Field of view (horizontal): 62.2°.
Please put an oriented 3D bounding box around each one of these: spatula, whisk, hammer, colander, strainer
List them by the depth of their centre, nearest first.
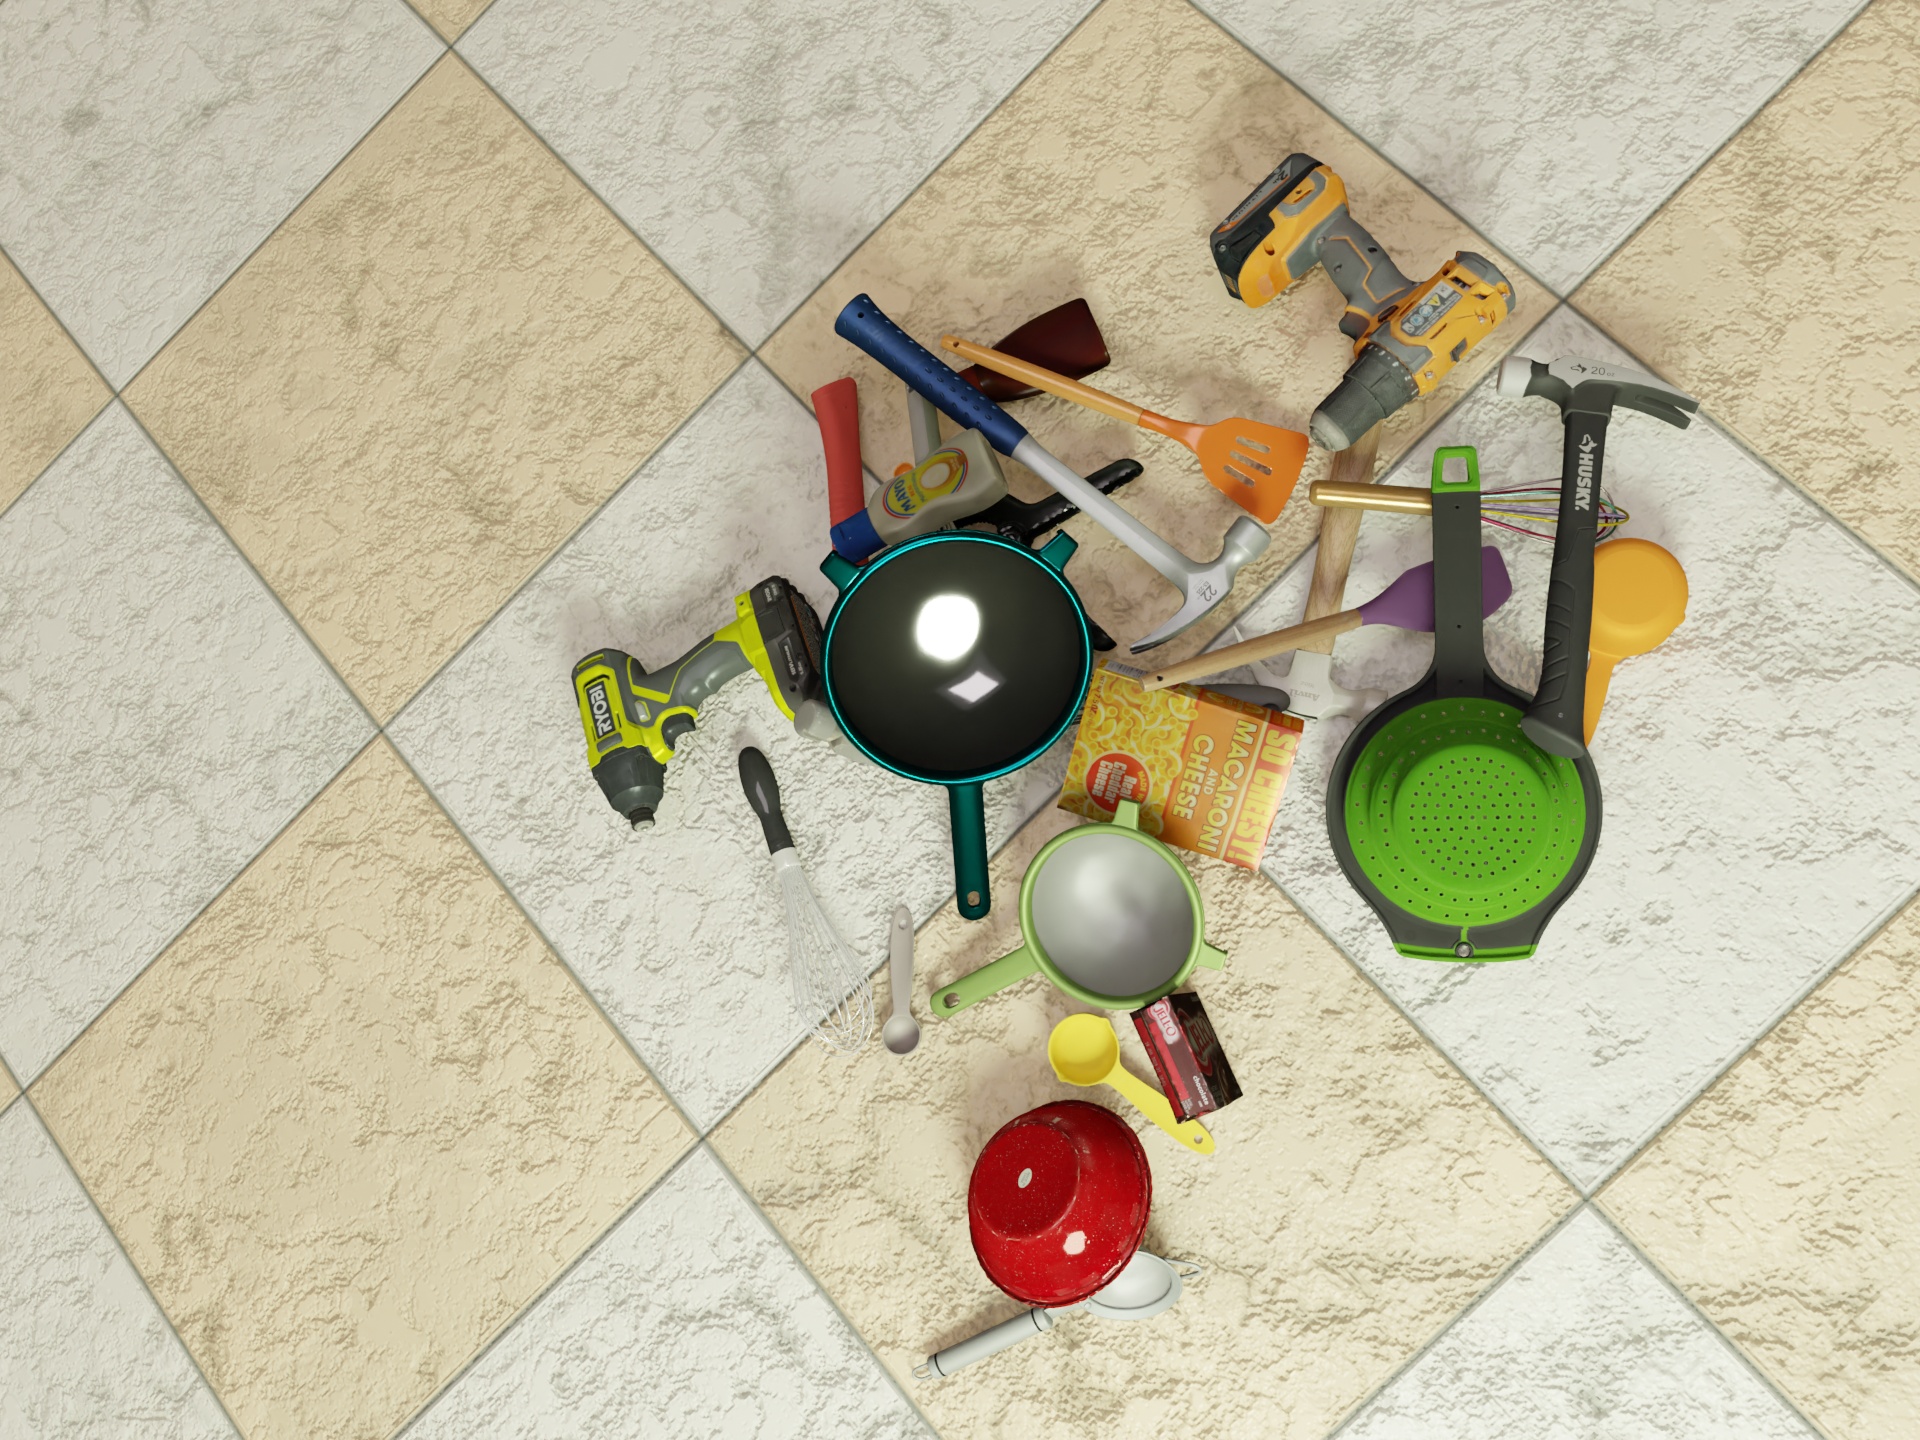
[{"bbox_3d":[0.461,-0.126,1.180,0.146,0.035,0.335,10,66,10],"label":"hammer"},{"bbox_3d":[0.376,-0.012,1.186,0.204,0.094,0.397,-1,90,13],"label":"colander"},{"bbox_3d":[0.070,0.461,1.243,0.258,0.050,0.086,-30,118,13],"label":"strainer"},{"bbox_3d":[0.288,-0.071,1.244,0.316,0.018,0.060,-16,85,-9],"label":"spatula"},{"bbox_3d":[0.400,-0.170,1.257,0.245,0.051,0.047,6,58,8],"label":"whisk"},{"bbox_3d":[-0.002,-0.004,1.283,0.211,0.095,0.340,-6,116,-3],"label":"strainer"},{"bbox_3d":[0.086,0.173,1.287,0.256,0.069,0.151,-32,87,25],"label":"strainer"},{"bbox_3d":[0.148,-0.019,1.295,0.239,0.055,0.055,1,80,19],"label":"whisk"},{"bbox_3d":[0.309,-0.164,1.298,0.130,0.031,0.331,11,83,16],"label":"hammer"},{"bbox_3d":[0.054,-0.218,1.322,0.405,0.035,0.144,40,90,12],"label":"hammer"},{"bbox_3d":[0.131,-0.261,1.339,0.323,0.041,0.081,24,94,12],"label":"spatula"},{"bbox_3d":[-0.137,0.148,1.348,0.070,0.070,0.285,-25,71,9],"label":"whisk"},{"bbox_3d":[-0.023,-0.190,1.349,0.058,0.059,0.246,-27,62,41],"label":"whisk"},{"bbox_3d":[-0.087,-0.134,1.369,0.037,0.149,0.359,-24,61,37],"label":"hammer"}]

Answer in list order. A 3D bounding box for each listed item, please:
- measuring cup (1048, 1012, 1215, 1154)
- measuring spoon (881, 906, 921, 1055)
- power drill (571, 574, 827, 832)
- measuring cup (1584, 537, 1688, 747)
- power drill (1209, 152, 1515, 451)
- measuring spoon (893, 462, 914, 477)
[{"bbox_3d":[0.138,0.292,1.269,0.156,0.029,0.062,38,90,6],"label":"measuring cup"},{"bbox_3d":[-0.047,0.219,1.333,0.034,0.018,0.124,-4,72,14],"label":"measuring spoon"},{"bbox_3d":[-0.221,-0.015,1.376,0.223,0.080,0.171,-26,62,11],"label":"power drill"},{"bbox_3d":[0.497,-0.057,1.218,0.095,0.052,0.174,18,83,17],"label":"measuring cup"},{"bbox_3d":[0.301,-0.335,1.285,0.185,0.084,0.226,-45,61,3],"label":"power drill"},{"bbox_3d":[-0.044,-0.167,1.371,0.021,0.011,0.117,-10,73,20],"label":"measuring spoon"}]
